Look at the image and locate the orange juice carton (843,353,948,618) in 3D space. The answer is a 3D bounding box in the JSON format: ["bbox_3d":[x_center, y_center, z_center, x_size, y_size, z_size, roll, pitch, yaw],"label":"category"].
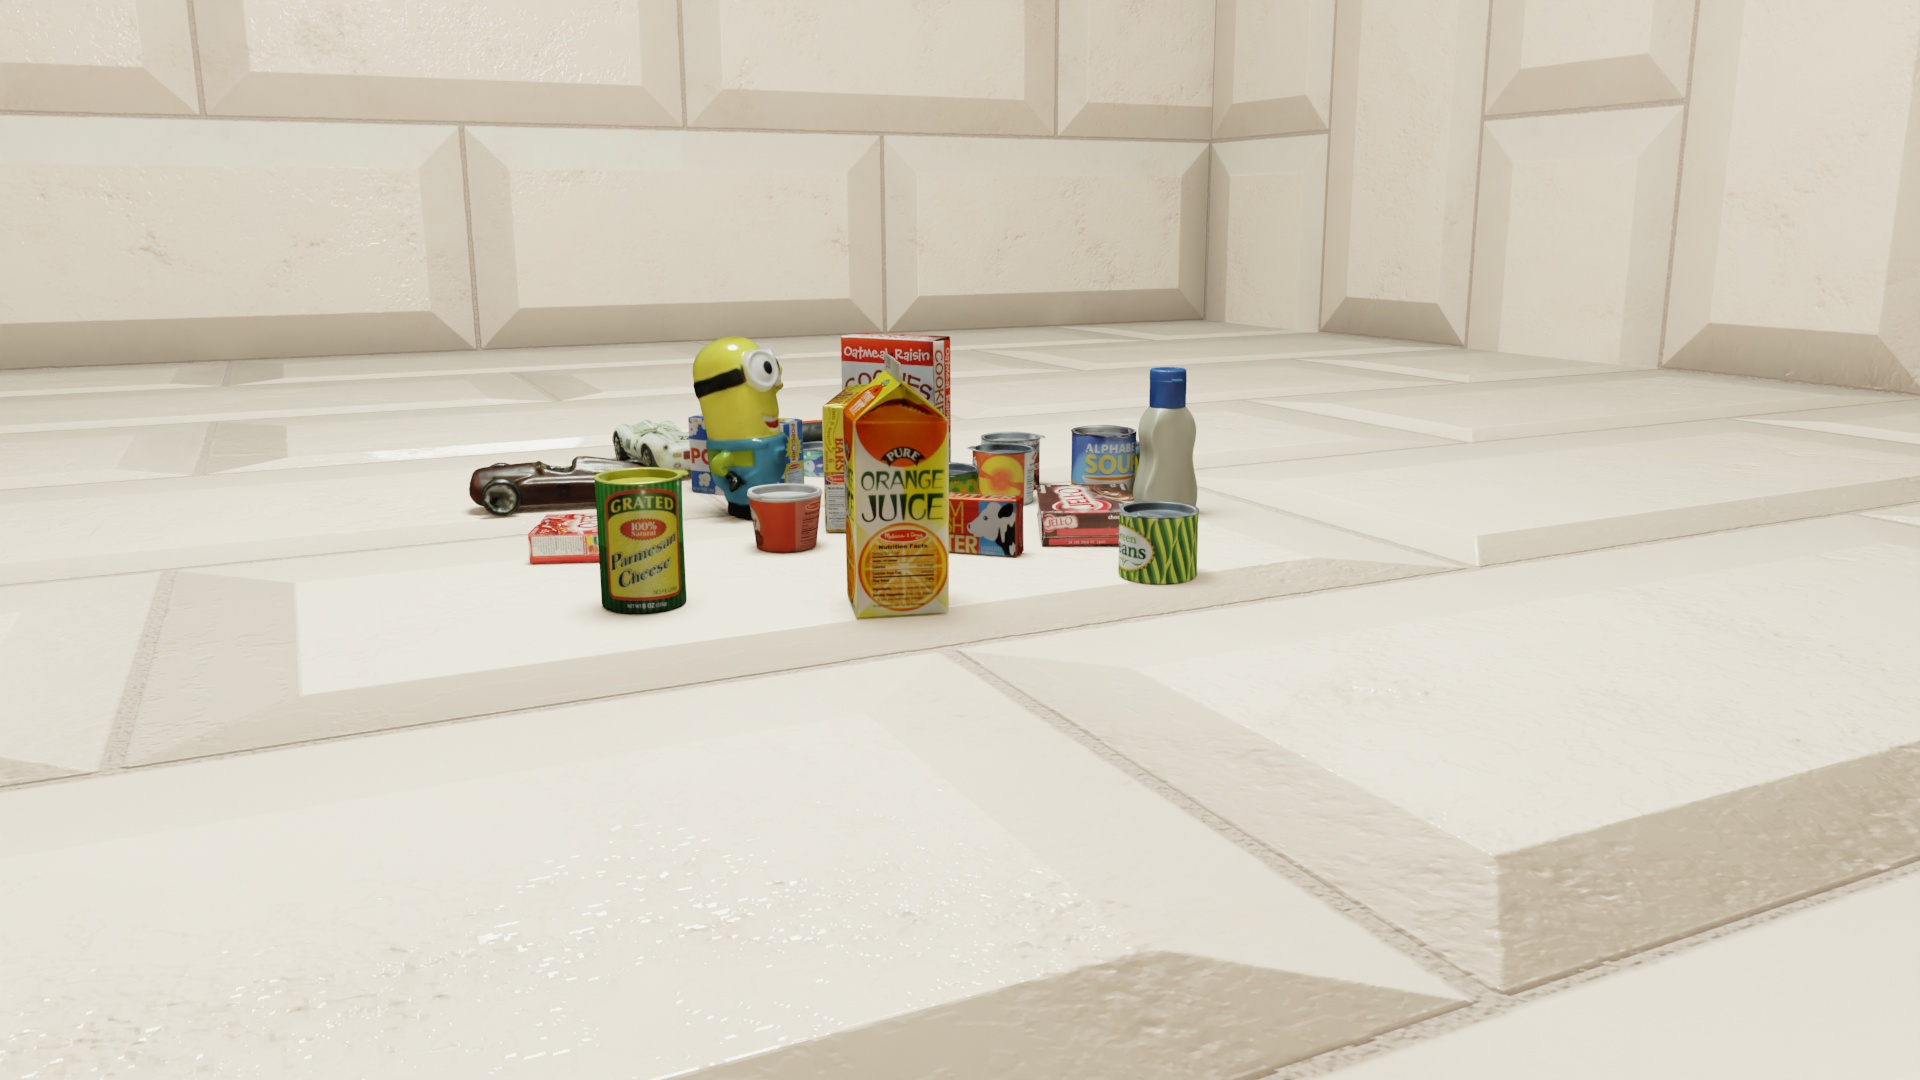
[{"bbox_3d":[-0.050,-0.043,1.056,0.073,0.192,0.072,-3,13,-10],"label":"orange juice carton"}]

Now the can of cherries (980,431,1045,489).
[{"bbox_3d":[0.058,-0.087,1.539,0.071,0.058,0.071,0,13,0],"label":"can of cherries"}]

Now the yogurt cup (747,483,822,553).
[{"bbox_3d":[-0.159,-0.020,1.265,0.072,0.053,0.072,0,13,0],"label":"yogurt cup"}]

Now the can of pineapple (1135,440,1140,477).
[{"bbox_3d":[0.162,-0.078,1.498,0.071,0.057,0.071,0,13,0],"label":"can of pineapple"}]

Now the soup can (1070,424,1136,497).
[{"bbox_3d":[0.146,-0.071,1.412,0.071,0.083,0.071,0,13,0],"label":"soup can"}]

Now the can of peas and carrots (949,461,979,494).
[{"bbox_3d":[-0.017,-0.042,1.344,0.071,0.058,0.071,0,13,0],"label":"can of peas and carrots"}]

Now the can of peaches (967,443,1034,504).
[{"bbox_3d":[0.042,-0.069,1.463,0.071,0.058,0.071,0,13,0],"label":"can of peaches"}]

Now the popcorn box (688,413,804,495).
[{"bbox_3d":[-0.233,-0.092,1.503,0.127,0.085,0.038,6,14,26],"label":"popcorn box"}]

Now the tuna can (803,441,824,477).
[{"bbox_3d":[-0.165,-0.096,1.636,0.071,0.032,0.071,0,13,0],"label":"tuna can"}]

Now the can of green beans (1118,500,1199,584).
[{"bbox_3d":[0.165,0.001,1.157,0.071,0.057,0.071,0,13,0],"label":"can of green beans"}]

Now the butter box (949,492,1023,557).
[{"bbox_3d":[0.004,-0.016,1.243,0.103,0.053,0.024,4,13,18],"label":"butter box"}]

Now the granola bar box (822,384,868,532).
[{"bbox_3d":[-0.105,-0.085,1.387,0.039,0.124,0.166,1,13,4],"label":"granola bar box"}]

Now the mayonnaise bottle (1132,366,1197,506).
[{"bbox_3d":[0.205,-0.097,1.381,0.065,0.147,0.041,-5,14,-22],"label":"mayonnaise bottle"}]

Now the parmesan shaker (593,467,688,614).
[{"bbox_3d":[-0.243,-0.001,1.073,0.071,0.102,0.071,0,13,0],"label":"parmesan shaker"}]

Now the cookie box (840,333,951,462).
[{"bbox_3d":[-0.072,-0.146,1.553,0.123,0.167,0.040,7,14,29],"label":"cookie box"}]
